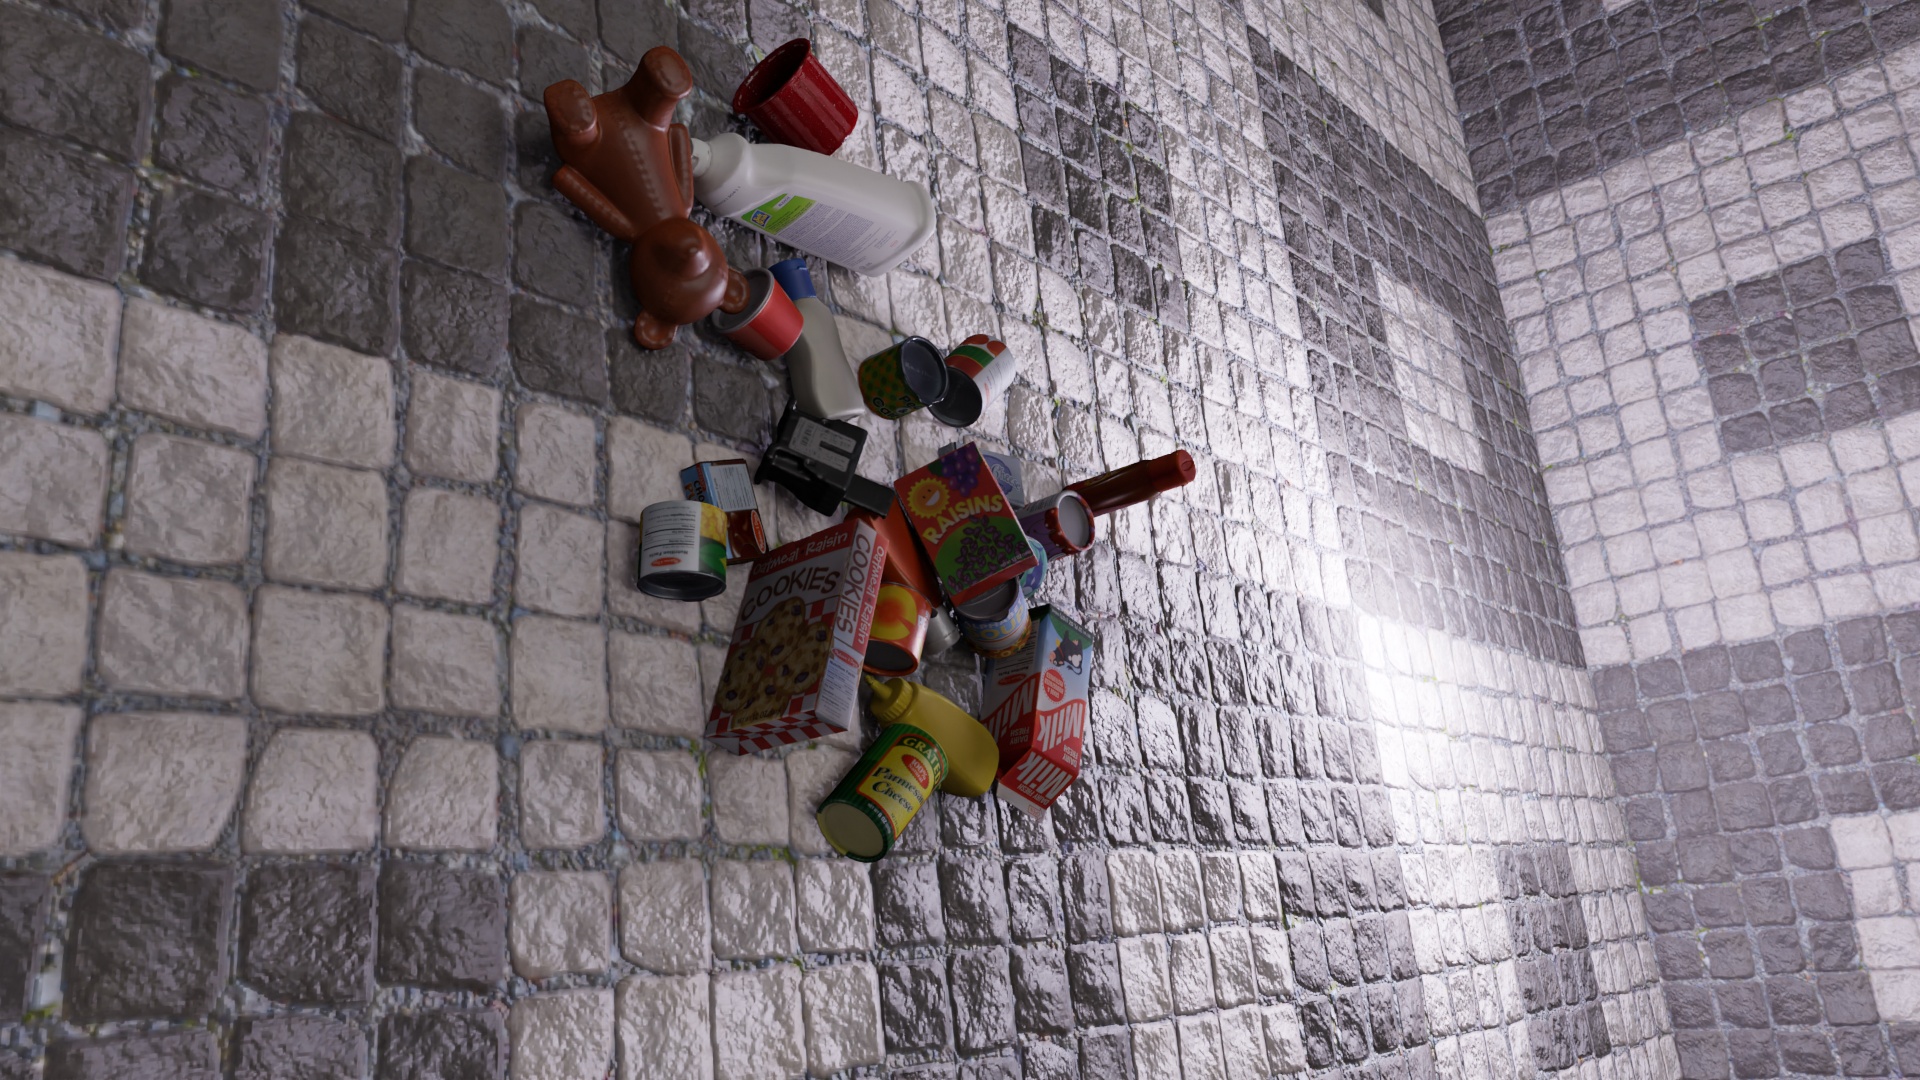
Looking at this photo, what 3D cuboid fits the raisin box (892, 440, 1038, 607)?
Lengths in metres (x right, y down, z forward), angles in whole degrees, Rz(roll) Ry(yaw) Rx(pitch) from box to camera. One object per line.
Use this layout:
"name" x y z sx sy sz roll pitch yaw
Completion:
"raisin box" 0.004 -0.016 1.244 0.123 0.086 0.040 63 1 19

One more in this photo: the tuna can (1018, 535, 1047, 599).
"tuna can" 0.050 0.022 1.351 0.033 0.071 0.071 22 58 -45

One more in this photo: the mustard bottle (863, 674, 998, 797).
"mustard bottle" -0.032 0.161 1.208 0.160 0.048 0.066 44 45 -28

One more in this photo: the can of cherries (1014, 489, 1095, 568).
"can of cherries" 0.098 -0.011 1.430 0.071 0.058 0.072 24 57 -42

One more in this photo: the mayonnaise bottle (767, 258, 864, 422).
"mayonnaise bottle" -0.134 -0.176 1.239 0.065 0.041 0.148 -14 84 -53

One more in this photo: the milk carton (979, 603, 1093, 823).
"milk carton" 0.068 0.164 1.306 0.072 0.073 0.191 37 49 -36

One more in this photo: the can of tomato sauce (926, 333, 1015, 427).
"can of tomato sauce" 0.007 -0.161 1.382 0.071 0.071 0.083 58 39 -15

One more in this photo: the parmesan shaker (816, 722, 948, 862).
"parmesan shaker" -0.061 0.208 1.138 0.071 0.071 0.103 59 40 -14

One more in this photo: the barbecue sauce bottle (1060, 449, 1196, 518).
"barbecue sauce bottle" 0.178 -0.058 1.473 0.065 0.148 0.043 -25 95 -52

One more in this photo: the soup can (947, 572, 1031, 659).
"soup can" 0.029 0.065 1.281 0.083 0.071 0.071 70 23 -57

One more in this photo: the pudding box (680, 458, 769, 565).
"pudding box" -0.189 -0.022 1.114 0.050 0.030 0.083 -9 81 -52

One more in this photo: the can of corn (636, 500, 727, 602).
"can of corn" -0.209 0.009 1.050 0.071 0.071 0.058 20 60 -45

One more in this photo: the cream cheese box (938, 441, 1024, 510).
"cream cheese box" 0.023 -0.063 1.389 0.104 0.024 0.053 10 66 -48

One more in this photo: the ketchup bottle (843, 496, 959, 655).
"ketchup bottle" -0.049 0.031 1.246 0.148 0.043 0.065 62 28 -11

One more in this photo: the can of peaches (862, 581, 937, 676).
"can of peaches" -0.060 0.078 1.194 0.071 0.071 0.058 40 48 -33

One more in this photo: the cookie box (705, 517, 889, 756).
"cookie box" -0.125 0.074 1.073 0.040 0.122 0.168 38 49 -36

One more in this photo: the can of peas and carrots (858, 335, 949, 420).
"can of peas and carrots" -0.053 -0.150 1.308 0.071 0.058 0.071 23 59 -43

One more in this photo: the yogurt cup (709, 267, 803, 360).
"yogurt cup" -0.171 -0.190 1.183 0.054 0.072 0.073 43 45 -42

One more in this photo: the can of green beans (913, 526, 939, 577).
"can of green beans" -0.002 -0.003 1.307 0.071 0.057 0.071 24 57 -43
